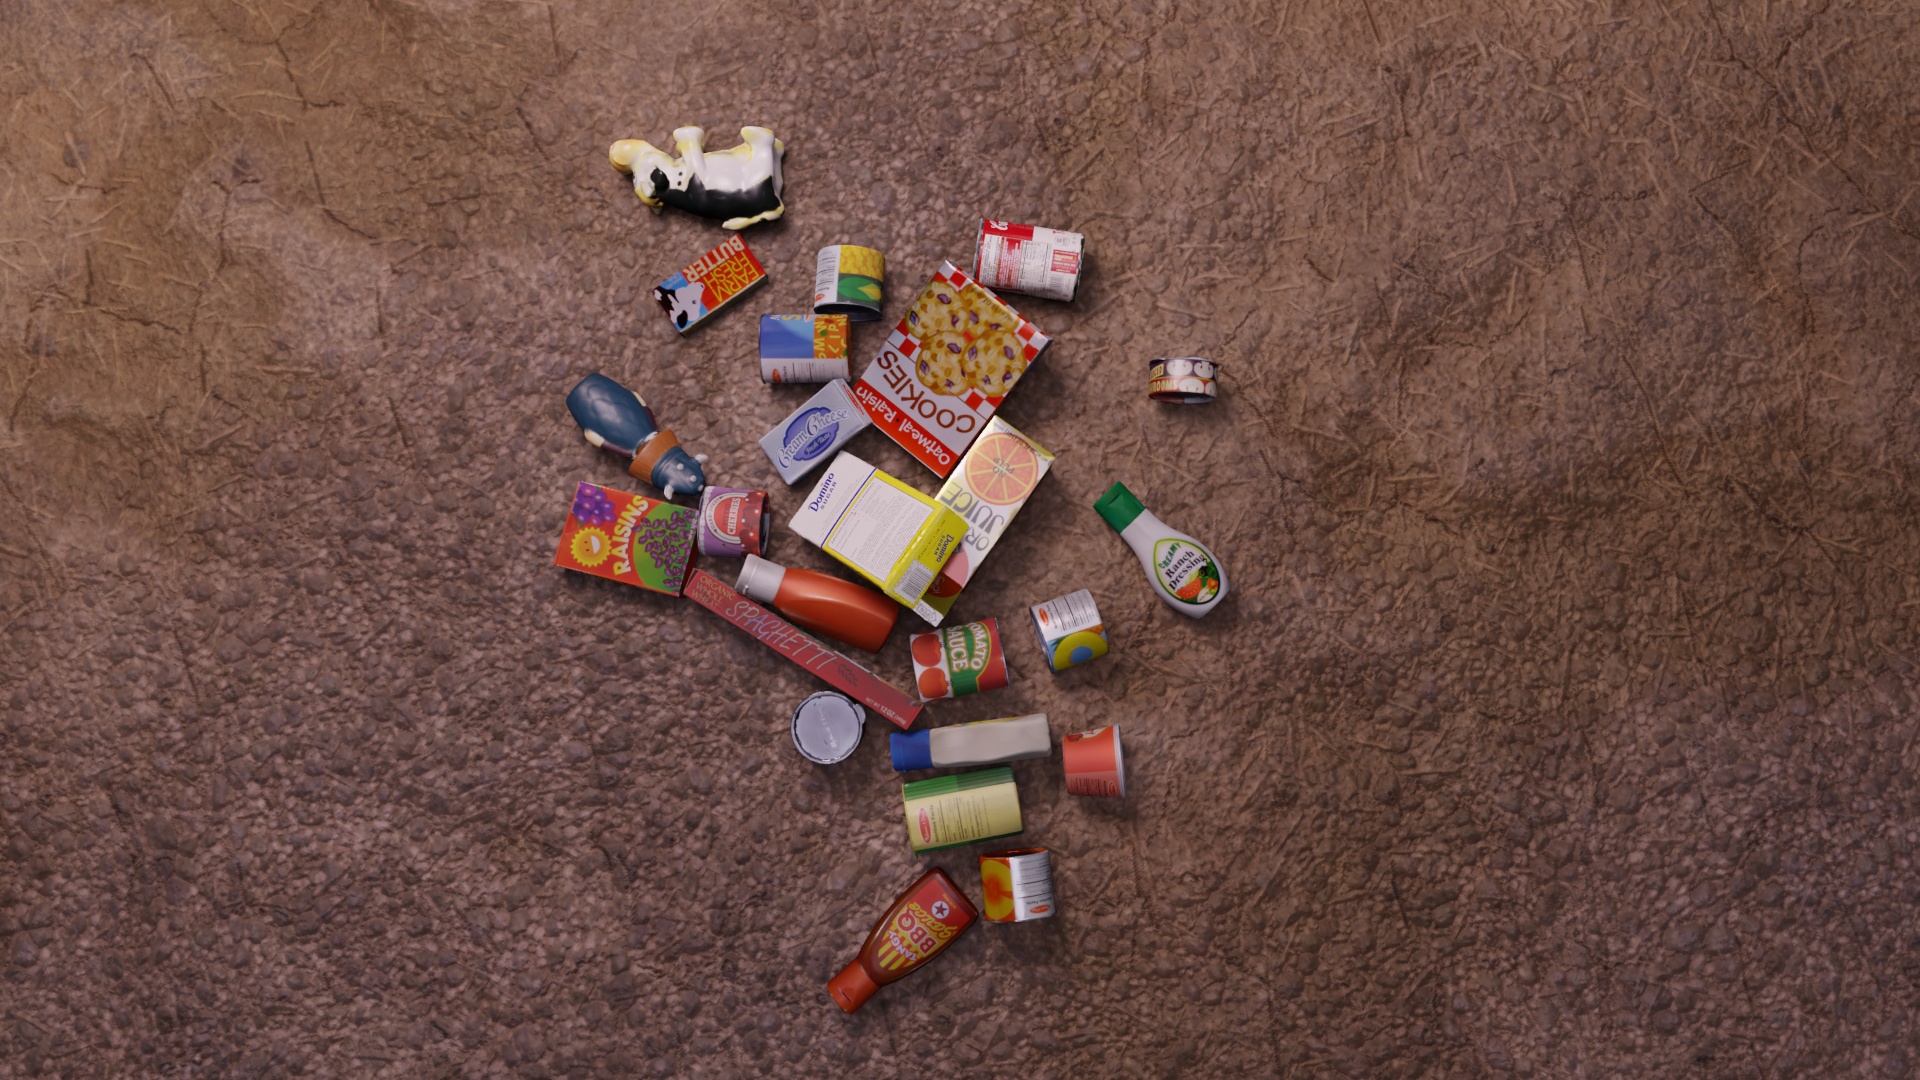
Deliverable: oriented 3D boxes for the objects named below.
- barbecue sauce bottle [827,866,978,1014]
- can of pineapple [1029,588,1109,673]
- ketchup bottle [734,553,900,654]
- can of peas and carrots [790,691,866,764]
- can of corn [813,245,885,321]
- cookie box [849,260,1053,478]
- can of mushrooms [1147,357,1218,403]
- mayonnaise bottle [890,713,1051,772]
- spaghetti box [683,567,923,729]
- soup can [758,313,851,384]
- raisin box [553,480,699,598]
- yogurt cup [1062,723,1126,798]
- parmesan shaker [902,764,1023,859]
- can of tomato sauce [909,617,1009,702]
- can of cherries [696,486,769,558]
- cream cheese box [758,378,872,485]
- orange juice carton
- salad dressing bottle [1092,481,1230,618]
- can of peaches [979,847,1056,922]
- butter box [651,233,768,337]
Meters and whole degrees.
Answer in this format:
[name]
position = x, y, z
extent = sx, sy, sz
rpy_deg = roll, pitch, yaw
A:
[barbecue sauce bottle]
position = -0.056, 0.373, 1.281
extent = 0.148, 0.043, 0.065
rpy_deg = -42, 87, -4
[can of pineapple]
position = 0.102, 0.086, 1.303
extent = 0.058, 0.071, 0.071
rpy_deg = -19, 84, -2
[ketchup bottle]
position = -0.135, 0.056, 1.294
extent = 0.149, 0.064, 0.044
rpy_deg = 22, 48, -8
[can of peas and carrots]
position = -0.120, 0.172, 1.296
extent = 0.071, 0.058, 0.071
rpy_deg = 0, 84, -1
[can of corn]
position = -0.104, -0.247, 1.339
extent = 0.071, 0.071, 0.058
rpy_deg = 3, 84, 0
[cookie box]
position = -0.012, -0.161, 1.317
extent = 0.123, 0.040, 0.167
rpy_deg = 39, 104, 4
[can of mushrooms]
position = 0.210, -0.153, 1.327
extent = 0.071, 0.071, 0.033
rpy_deg = 4, 86, 0
[mayonnaise bottle]
position = 0.010, 0.189, 1.294
extent = 0.148, 0.064, 0.041
rpy_deg = -7, 81, 3
[spaghetti box]
position = -0.148, 0.102, 1.308
extent = 0.250, 0.050, 0.029
rpy_deg = 31, 85, 3
[soup can]
position = -0.148, -0.186, 1.331
extent = 0.084, 0.071, 0.071
rpy_deg = -1, 84, -1
[raisin box]
position = -0.313, 0.000, 1.324
extent = 0.123, 0.040, 0.086
rpy_deg = 14, 85, 2
[yogurt cup]
position = 0.125, 0.207, 1.291
extent = 0.054, 0.072, 0.072
rpy_deg = -6, 84, 7
[parmesan shaker]
position = 0.003, 0.251, 1.284
extent = 0.103, 0.071, 0.071
rpy_deg = -10, 84, -2
[can of tomato sauce]
position = -0.001, 0.111, 1.297
extent = 0.083, 0.071, 0.071
rpy_deg = -11, 84, -1
[can of cherries]
position = -0.213, -0.017, 1.310
extent = 0.058, 0.071, 0.071
rpy_deg = 5, 84, 0
[cream cheese box]
position = -0.138, -0.103, 1.323
extent = 0.103, 0.024, 0.053
rpy_deg = -36, 86, 22
[orange juice carton]
position = 0.005, -0.016, 1.309
extent = 0.072, 0.073, 0.193
rpy_deg = 35, 85, 3
[salad dressing bottle]
position = 0.189, 0.008, 1.321
extent = 0.064, 0.044, 0.148
rpy_deg = -44, 85, -3
[can of peaches]
position = 0.051, 0.316, 1.278
extent = 0.071, 0.071, 0.058
rpy_deg = -6, 84, -1
[butter box]
position = -0.244, -0.249, 1.359
extent = 0.103, 0.024, 0.053
rpy_deg = -35, 86, -3
